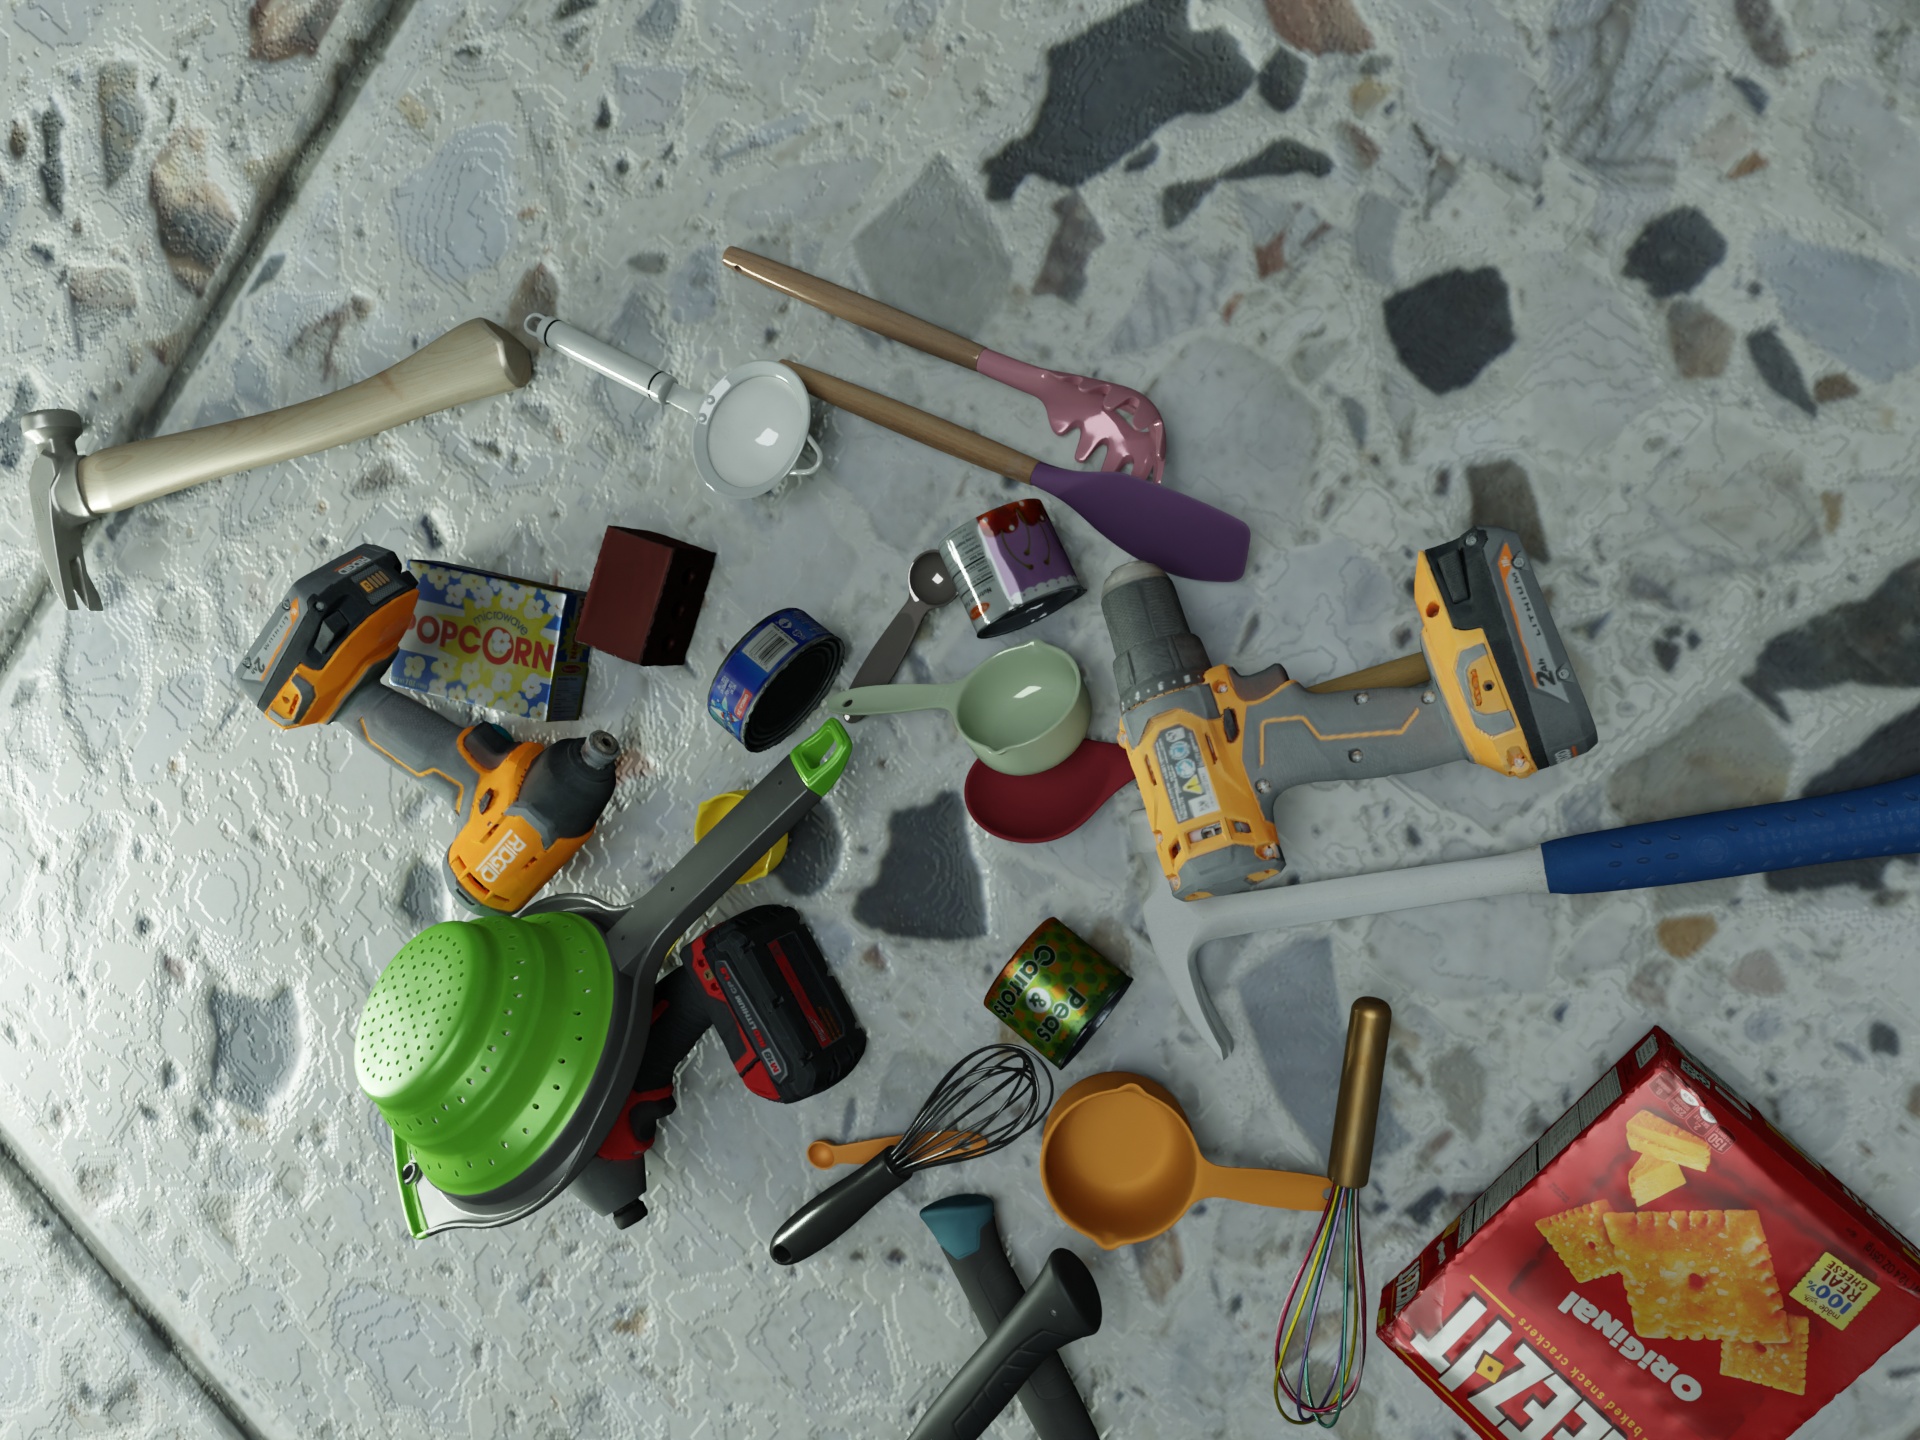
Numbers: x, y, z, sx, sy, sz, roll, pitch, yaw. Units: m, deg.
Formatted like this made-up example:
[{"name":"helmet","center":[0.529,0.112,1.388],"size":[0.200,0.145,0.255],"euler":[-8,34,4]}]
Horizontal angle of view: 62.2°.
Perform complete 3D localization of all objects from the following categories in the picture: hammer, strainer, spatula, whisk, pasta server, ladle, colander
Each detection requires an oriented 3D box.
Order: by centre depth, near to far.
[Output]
[{"name":"hammer","center":[0.295,0.085,0.831],"size":[0.405,0.035,0.144],"euler":[-11,88,19]},{"name":"whisk","center":[0.201,0.266,0.847],"size":[0.047,0.051,0.245],"euler":[6,100,1]},{"name":"ladle","center":[0.151,0.003,0.883],"size":[0.315,0.031,0.069],"euler":[-19,66,17]},{"name":"spatula","center":[0.022,-0.150,0.921],"size":[0.316,0.018,0.059],"euler":[26,143,20]},{"name":"colander","center":[-0.227,0.127,0.921],"size":[0.397,0.094,0.205],"euler":[-44,42,8]},{"name":"hammer","center":[0.071,0.427,0.923],"size":[0.128,0.033,0.331],"euler":[-31,82,17]},{"name":"hammer","center":[-0.024,0.424,0.927],"size":[0.146,0.035,0.334],"euler":[40,114,15]},{"name":"pasta server","center":[-0.014,-0.216,0.929],"size":[0.316,0.060,0.040],"euler":[27,60,19]},{"name":"whisk","center":[-0.035,0.264,0.940],"size":[0.239,0.055,0.055],"euler":[-42,78,27]},{"name":"strainer","center":[-0.176,-0.203,0.985],"size":[0.258,0.050,0.087],"euler":[29,95,22]},{"name":"hammer","center":[-0.473,-0.185,1.091],"size":[0.410,0.038,0.146],"euler":[-11,90,19]}]

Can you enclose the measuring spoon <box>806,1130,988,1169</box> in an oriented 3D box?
[{"name":"measuring spoon","center":[-0.038,0.260,0.969],"size":[0.117,0.011,0.021],"euler":[-9,104,16]}]

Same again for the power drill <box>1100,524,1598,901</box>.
[{"name":"power drill","center":[0.187,-0.025,0.824],"size":[0.226,0.084,0.185],"euler":[-22,73,18]}]

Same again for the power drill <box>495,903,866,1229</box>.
[{"name":"power drill","center":[-0.176,0.217,0.981],"size":[0.219,0.078,0.143],"euler":[-31,84,21]}]

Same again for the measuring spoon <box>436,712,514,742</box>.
[{"name":"measuring spoon","center":[-0.355,0.007,1.062],"size":[0.129,0.021,0.042],"euler":[23,99,16]}]

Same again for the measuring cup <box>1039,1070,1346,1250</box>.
[{"name":"measuring cup","center":[0.130,0.247,0.892],"size":[0.173,0.052,0.095],"euler":[8,96,0]}]

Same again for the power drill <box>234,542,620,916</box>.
[{"name":"power drill","center":[-0.317,0.002,0.981],"size":[0.226,0.084,0.164],"euler":[45,123,-6]}]

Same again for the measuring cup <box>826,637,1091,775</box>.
[{"name":"measuring cup","center":[-0.001,-0.003,0.925],"size":[0.167,0.038,0.083],"euler":[-1,52,30]}]

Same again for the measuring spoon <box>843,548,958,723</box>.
[{"name":"measuring spoon","center":[-0.036,-0.049,0.957],"size":[0.034,0.018,0.124],"euler":[38,110,14]}]

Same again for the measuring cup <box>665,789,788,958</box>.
[{"name":"measuring cup","center":[-0.161,0.105,1.002],"size":[0.062,0.029,0.156],"euler":[45,116,13]}]
